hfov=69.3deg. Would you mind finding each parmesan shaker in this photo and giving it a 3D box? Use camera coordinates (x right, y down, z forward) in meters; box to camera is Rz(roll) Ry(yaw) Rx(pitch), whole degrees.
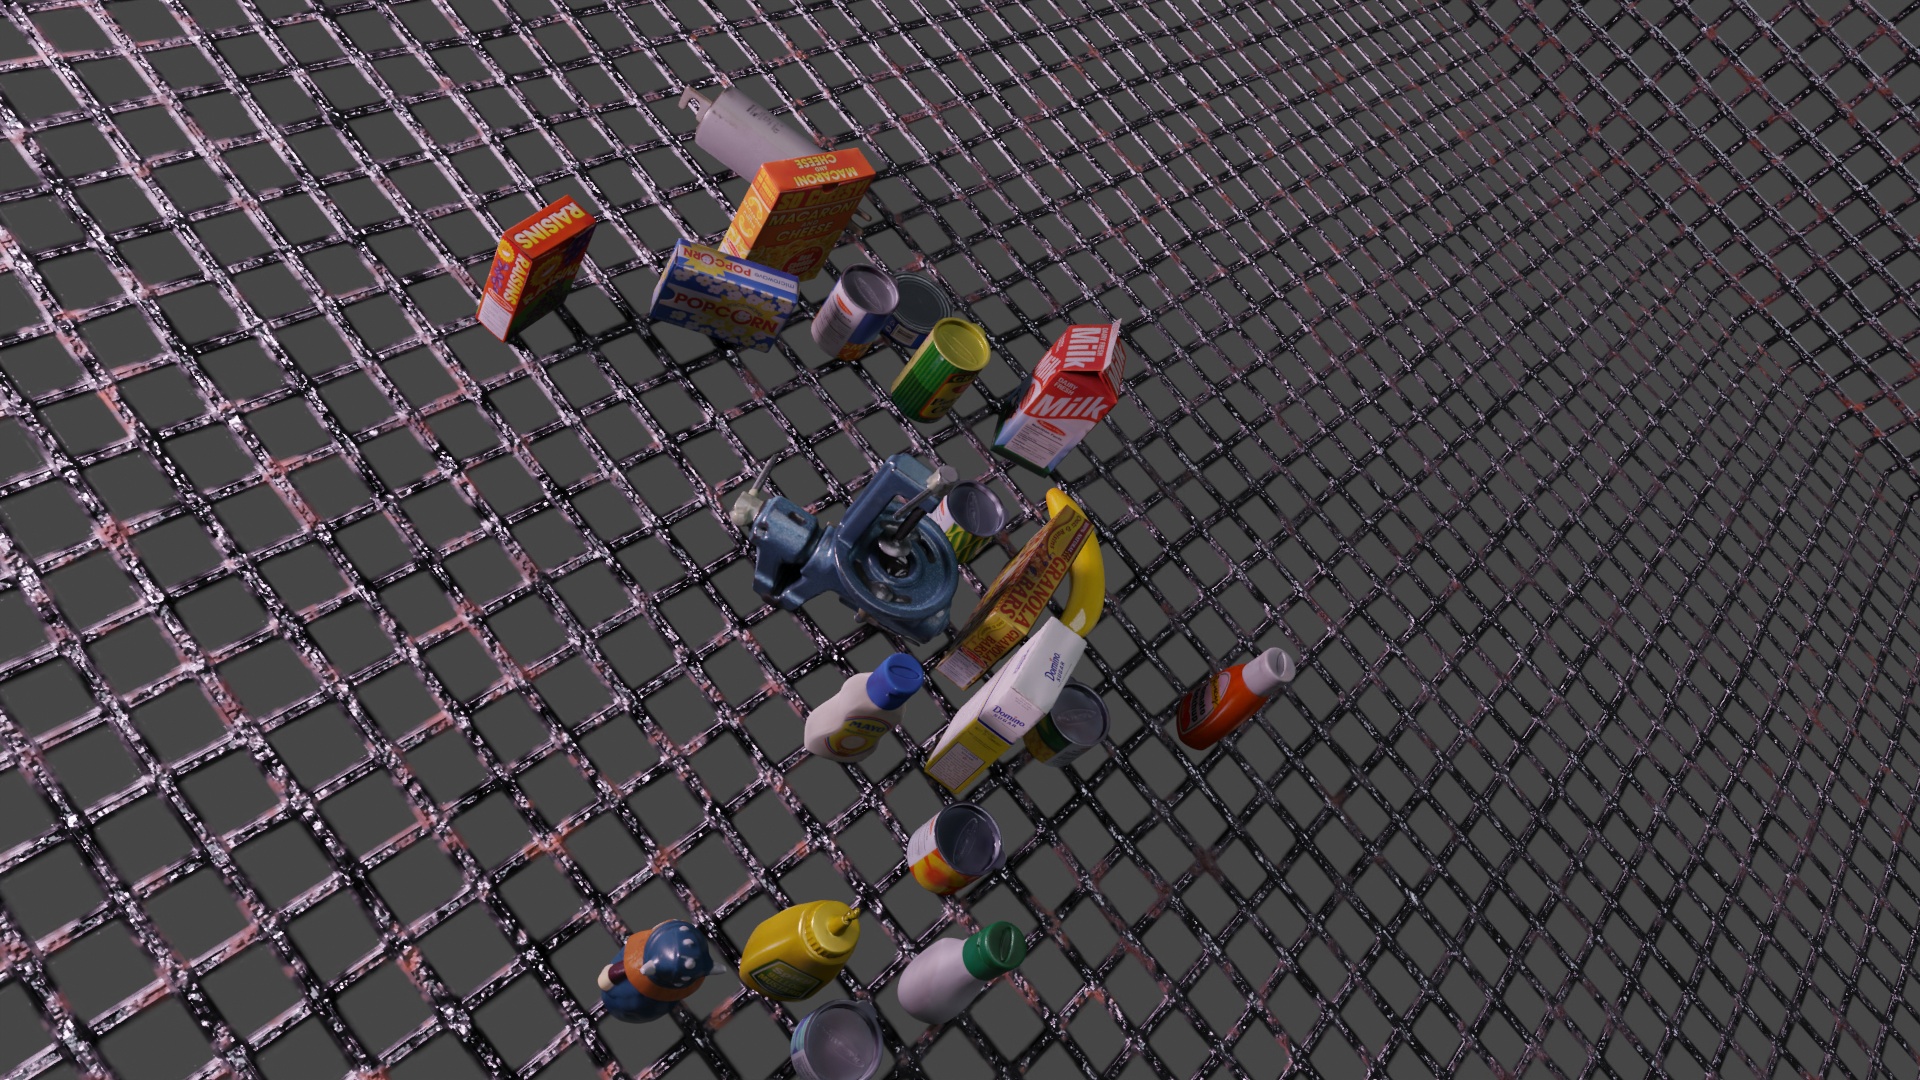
[{"bbox_3d":[-0.020,-0.177,1.450,0.071,0.102,0.071,16,54,-22],"label":"parmesan shaker"}]

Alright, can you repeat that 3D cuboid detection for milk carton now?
[{"bbox_3d":[0.112,-0.154,1.456,0.073,0.189,0.073,27,50,-14],"label":"milk carton"}]

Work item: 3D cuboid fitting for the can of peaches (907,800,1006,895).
[{"bbox_3d":[-0.003,0.267,1.197,0.071,0.057,0.071,16,54,-22],"label":"can of peaches"}]

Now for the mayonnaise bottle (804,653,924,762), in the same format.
[{"bbox_3d":[-0.079,0.142,1.173,0.065,0.147,0.041,16,53,-22],"label":"mayonnaise bottle"}]

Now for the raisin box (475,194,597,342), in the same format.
[{"bbox_3d":[-0.385,-0.245,1.259,0.040,0.122,0.086,42,48,-1],"label":"raisin box"}]

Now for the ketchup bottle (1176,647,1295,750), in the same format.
[{"bbox_3d":[0.273,0.154,1.379,0.043,0.148,0.065,26,50,-15],"label":"ketchup bottle"}]

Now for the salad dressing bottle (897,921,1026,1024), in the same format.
[{"bbox_3d":[0.001,0.338,1.093,0.044,0.147,0.064,27,50,-14],"label":"salad dressing bottle"}]

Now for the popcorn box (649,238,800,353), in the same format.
[{"bbox_3d":[-0.233,-0.240,1.374,0.127,0.084,0.038,15,54,-23],"label":"popcorn box"}]

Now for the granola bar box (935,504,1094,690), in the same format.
[{"bbox_3d":[0.054,0.054,1.328,0.039,0.123,0.166,39,48,-4],"label":"granola bar box"}]

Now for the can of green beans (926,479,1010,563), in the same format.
[{"bbox_3d":[0.003,-0.018,1.389,0.071,0.057,0.071,16,54,-22],"label":"can of green beans"}]

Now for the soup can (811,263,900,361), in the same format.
[{"bbox_3d":[-0.108,-0.238,1.449,0.071,0.083,0.072,16,54,-22],"label":"soup can"}]

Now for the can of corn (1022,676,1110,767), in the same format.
[{"bbox_3d":[0.098,0.173,1.321,0.071,0.058,0.071,16,54,-22],"label":"can of corn"}]

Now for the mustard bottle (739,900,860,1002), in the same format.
[{"bbox_3d":[-0.113,0.302,1.039,0.065,0.159,0.049,29,50,-12],"label":"mustard bottle"}]

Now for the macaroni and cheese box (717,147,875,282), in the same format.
[{"bbox_3d":[-0.172,-0.320,1.409,0.124,0.165,0.040,-23,75,-39],"label":"macaroni and cheese box"}]

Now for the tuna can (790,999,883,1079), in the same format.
[{"bbox_3d":[-0.095,0.391,1.076,0.071,0.032,0.071,16,54,-22],"label":"tuna can"}]
